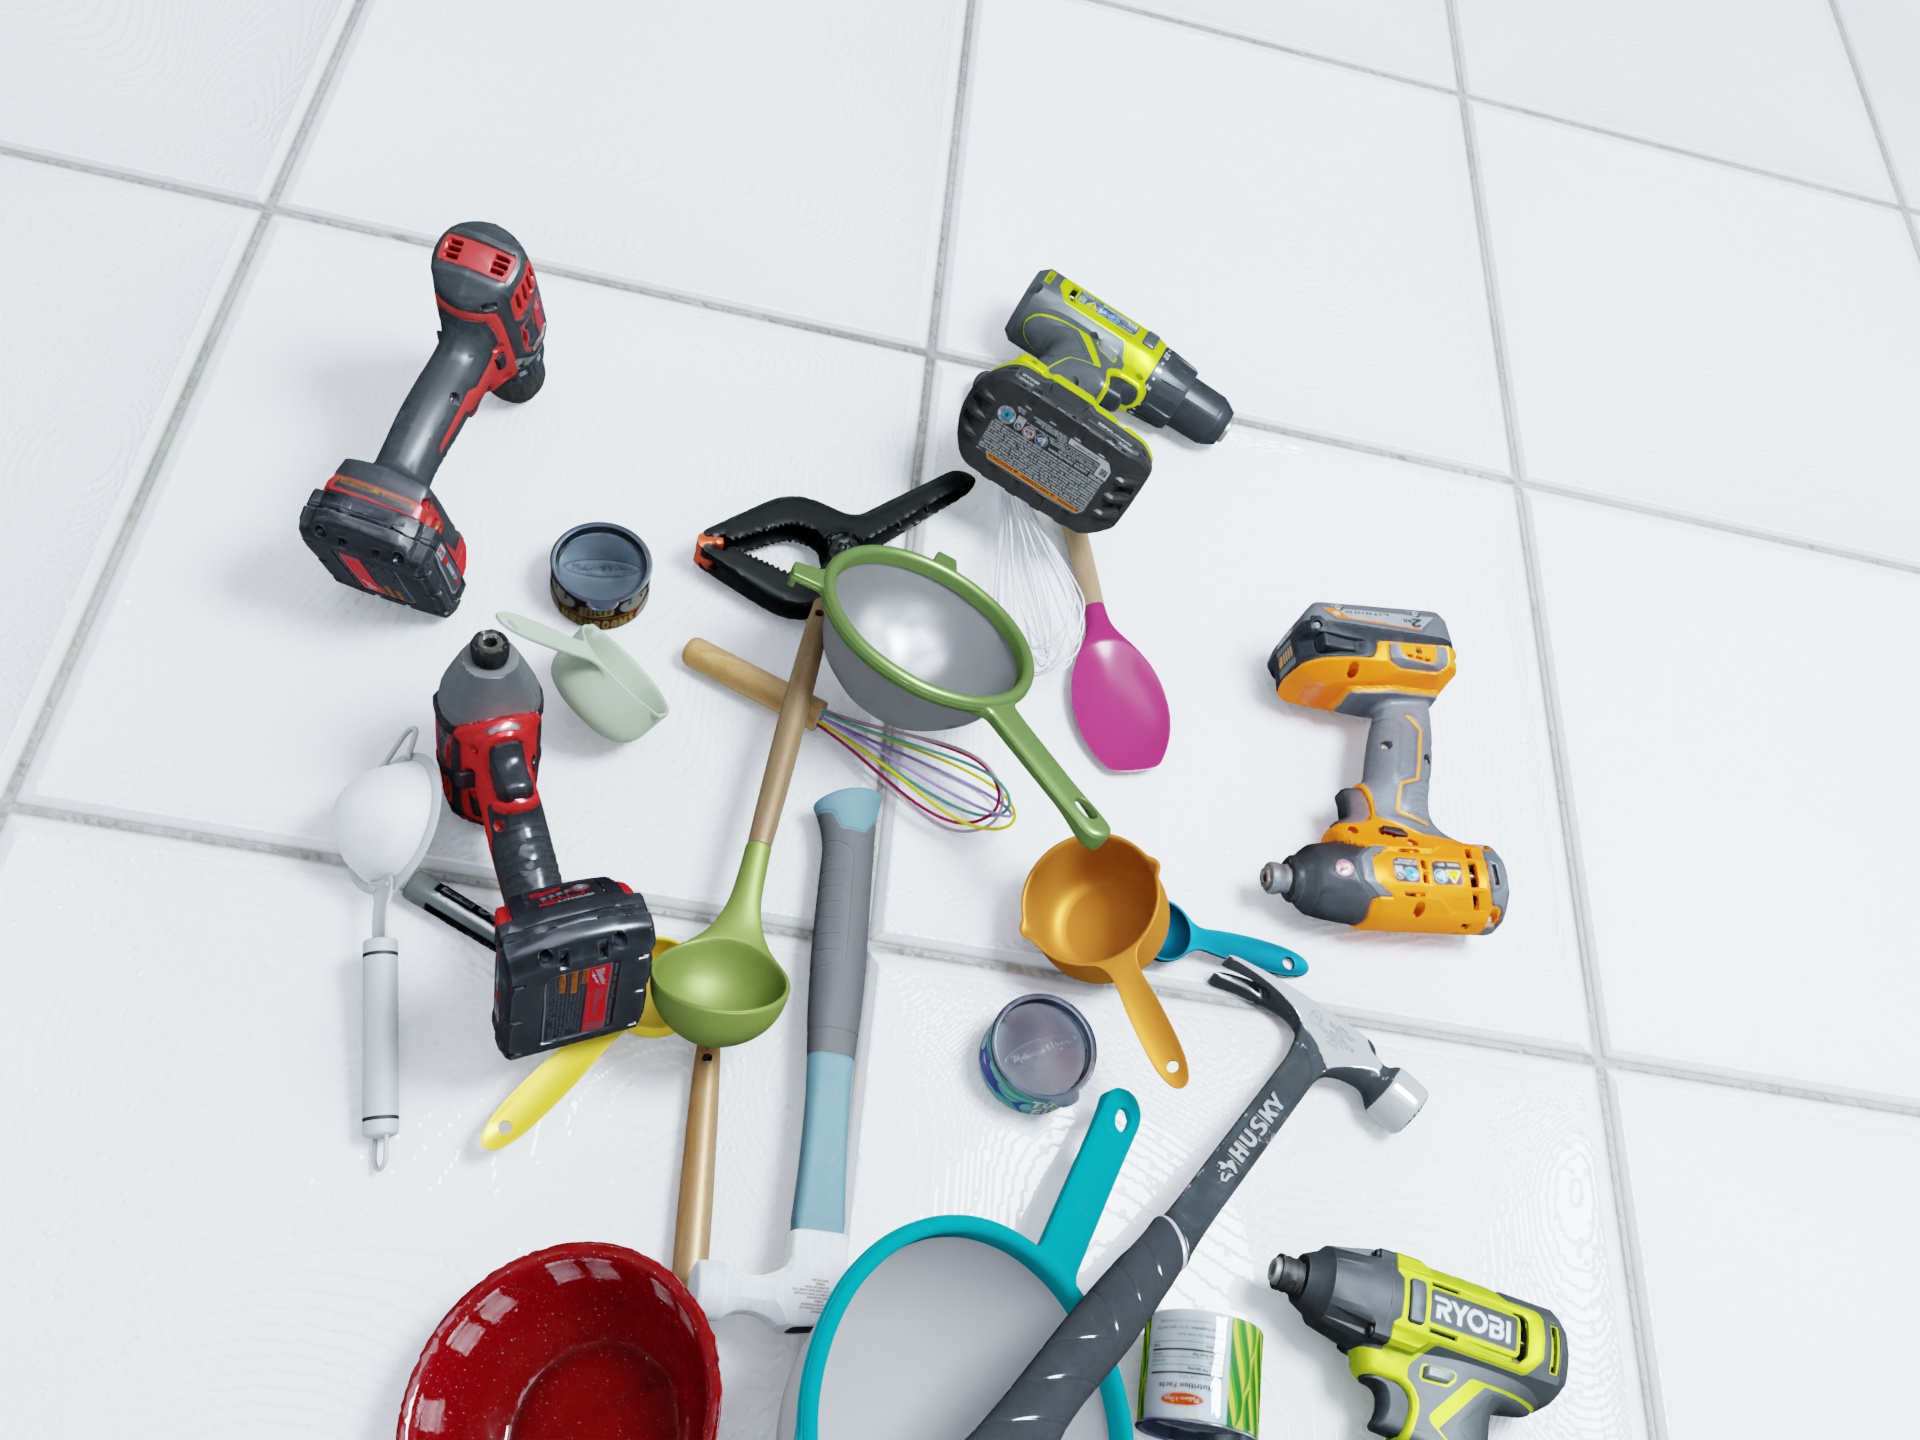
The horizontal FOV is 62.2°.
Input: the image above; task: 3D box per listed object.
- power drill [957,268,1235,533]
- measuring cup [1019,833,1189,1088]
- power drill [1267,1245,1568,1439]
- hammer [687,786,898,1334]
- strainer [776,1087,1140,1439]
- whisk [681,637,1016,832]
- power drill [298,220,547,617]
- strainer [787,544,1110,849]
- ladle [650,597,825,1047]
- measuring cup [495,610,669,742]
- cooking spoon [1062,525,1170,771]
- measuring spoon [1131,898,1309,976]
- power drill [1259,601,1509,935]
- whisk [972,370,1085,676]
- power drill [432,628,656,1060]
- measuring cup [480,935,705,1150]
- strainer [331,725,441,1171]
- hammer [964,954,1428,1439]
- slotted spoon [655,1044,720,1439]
[{"bbox_3d":[0.104,-0.233,1.177,0.190,0.080,0.229,32,39,-3],"label":"power drill"},{"bbox_3d":[0.101,0.152,0.966,0.095,0.052,0.174,-28,58,4],"label":"measuring cup"},{"bbox_3d":[0.237,0.406,0.863,0.171,0.080,0.223,20,53,-4],"label":"power drill"},{"bbox_3d":[-0.076,0.183,0.925,0.128,0.033,0.331,15,54,-18],"label":"hammer"},{"bbox_3d":[0.008,0.328,0.839,0.211,0.095,0.340,49,40,-11],"label":"strainer"},{"bbox_3d":[-0.073,0.008,1.034,0.245,0.051,0.047,27,63,6],"label":"whisk"},{"bbox_3d":[-0.327,-0.186,1.025,0.080,0.188,0.227,19,76,-3],"label":"power drill"},{"bbox_3d":[-0.002,-0.003,1.004,0.151,0.069,0.257,-11,55,-48],"label":"strainer"},{"bbox_3d":[-0.114,0.047,0.955,0.078,0.062,0.320,12,57,-2],"label":"ladle"},{"bbox_3d":[-0.236,-0.029,0.951,0.038,0.167,0.083,-42,68,7],"label":"measuring cup"},{"bbox_3d":[0.092,-0.104,1.157,0.068,0.017,0.319,-5,62,-12],"label":"cooking spoon"},{"bbox_3d":[0.166,0.149,1.033,0.128,0.021,0.042,17,59,-16],"label":"measuring spoon"},{"bbox_3d":[0.274,0.035,1.089,0.164,0.084,0.227,4,63,-12],"label":"power drill"},{"bbox_3d":[0.041,-0.152,1.151,0.070,0.070,0.285,0,55,-15],"label":"whisk"},{"bbox_3d":[-0.241,0.061,0.881,0.078,0.143,0.220,-11,56,-25],"label":"power drill"},{"bbox_3d":[-0.209,0.187,0.901,0.062,0.029,0.156,40,61,10],"label":"measuring cup"},{"bbox_3d":[-0.325,0.119,0.890,0.050,0.087,0.259,19,57,-52],"label":"strainer"},{"bbox_3d":[0.121,0.269,0.871,0.149,0.036,0.409,41,41,14],"label":"hammer"},{"bbox_3d":[-0.147,0.317,0.840,0.070,0.031,0.314,5,58,-8],"label":"slotted spoon"}]
